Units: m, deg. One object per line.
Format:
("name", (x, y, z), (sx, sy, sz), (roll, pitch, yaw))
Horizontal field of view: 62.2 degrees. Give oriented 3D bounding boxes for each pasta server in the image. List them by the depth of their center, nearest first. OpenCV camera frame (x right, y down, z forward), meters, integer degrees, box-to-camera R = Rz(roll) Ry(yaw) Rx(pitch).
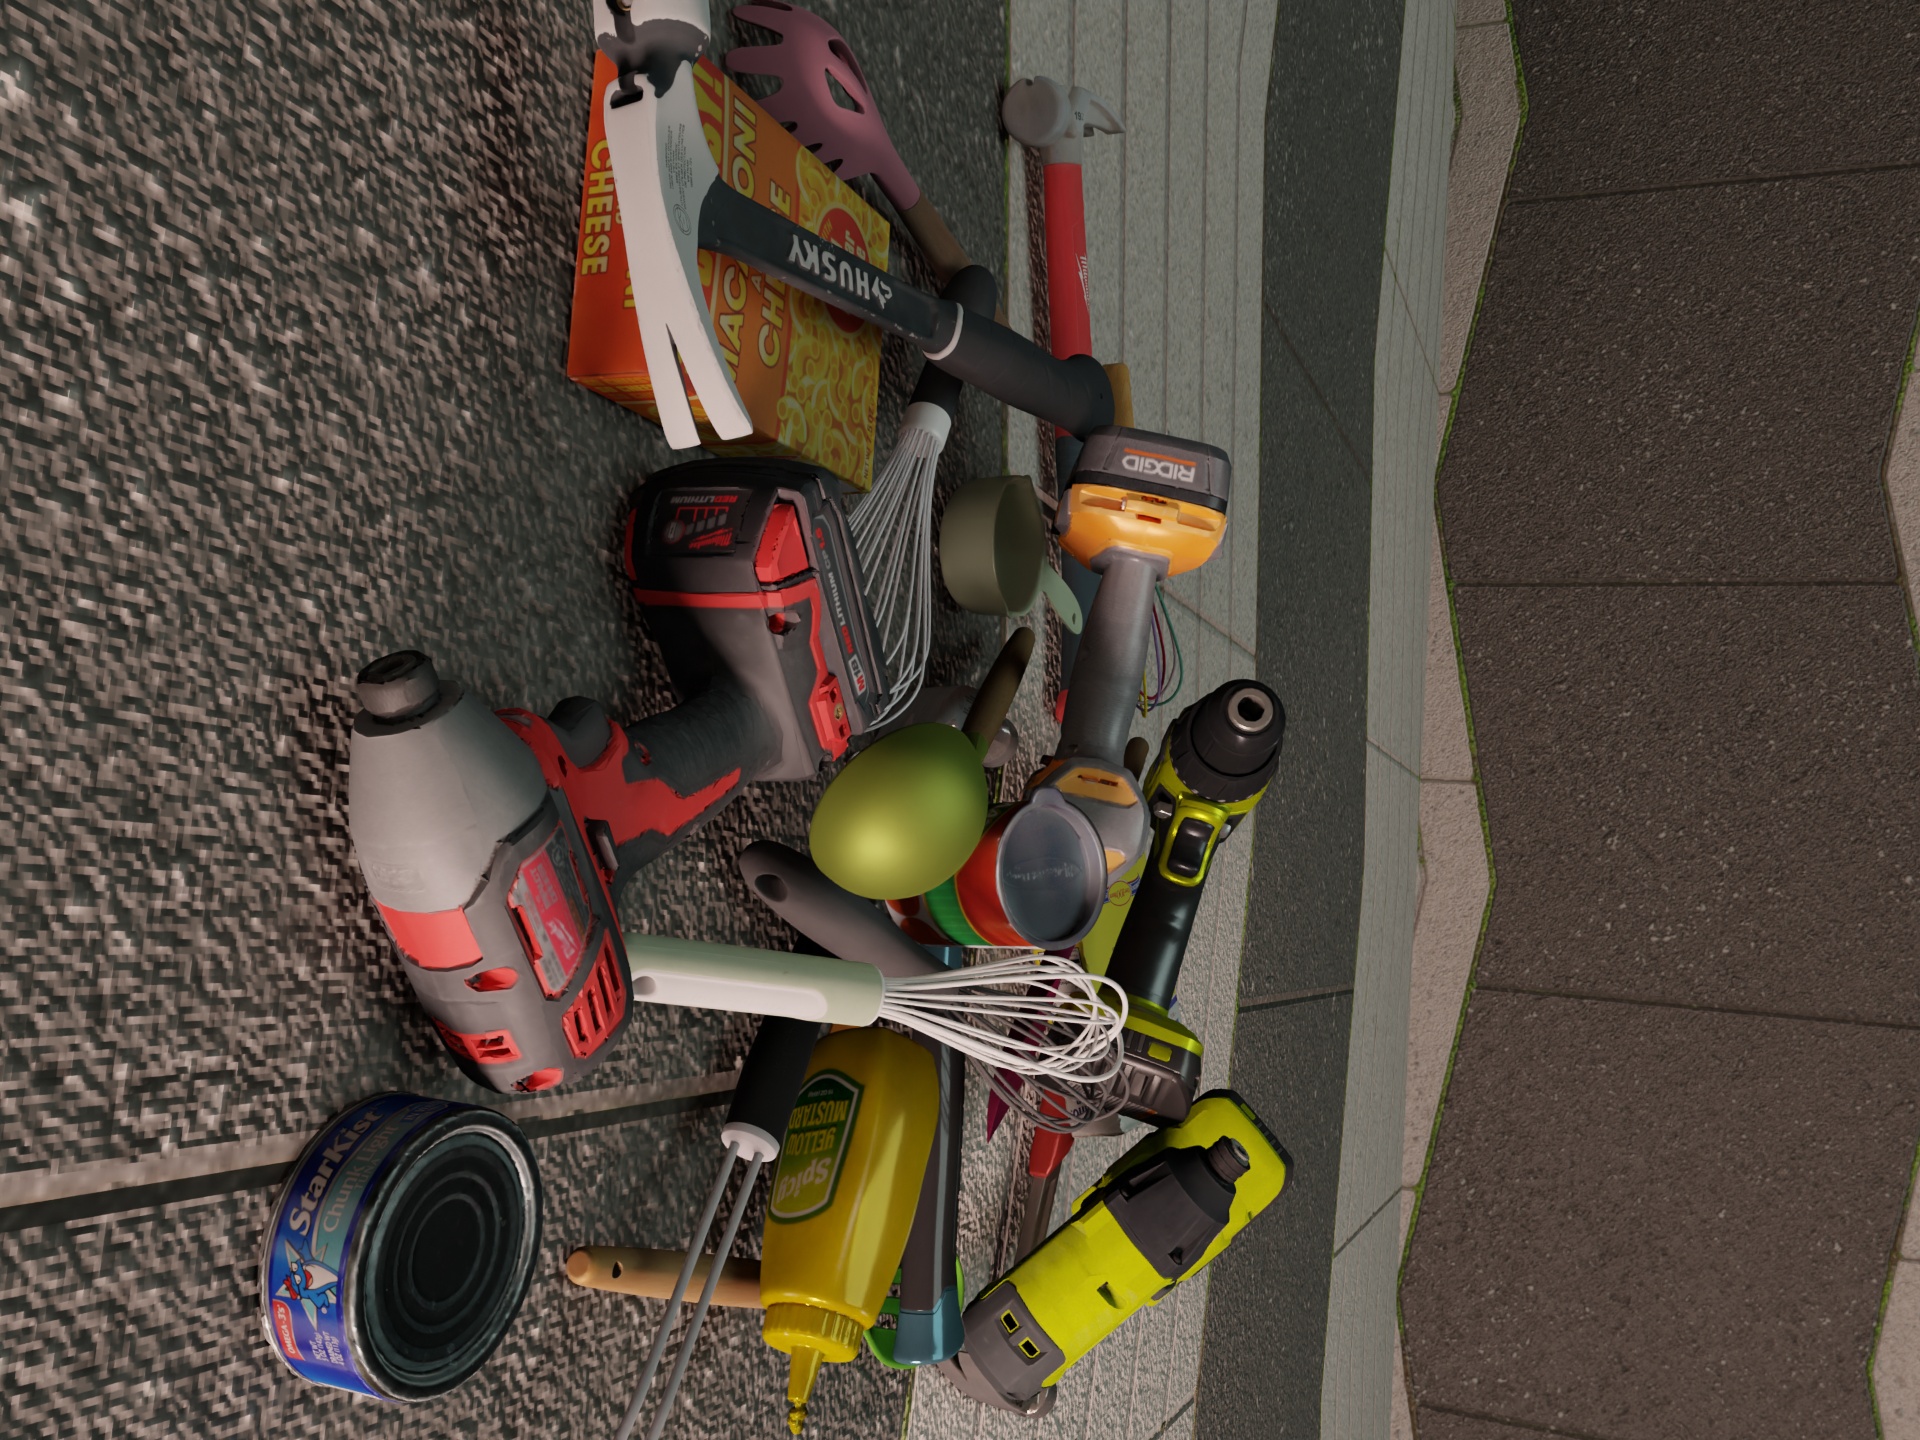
("pasta server", (-0.025, -0.242, 0.778), (0.316, 0.040, 0.060), (33, 62, -68))

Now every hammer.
("hammer", (-0.014, -0.163, 0.665), (0.408, 0.036, 0.149), (0, 85, -65))
("hammer", (-0.010, 0.141, 0.789), (0.128, 0.033, 0.331), (34, 55, -61))
("hammer", (0.060, 0.236, 0.991), (0.149, 0.037, 0.359), (59, 40, -52))
("hammer", (0.076, -0.189, 0.995), (0.143, 0.038, 0.386), (-30, 119, -65))

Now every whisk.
("whisk", (-0.030, 0.111, 0.634), (0.246, 0.057, 0.059), (13, 39, -32))
("whisk", (-0.007, 0.119, 0.706), (0.238, 0.055, 0.055), (40, 51, -30))
("whisk", (-0.025, -0.109, 0.731), (0.070, 0.070, 0.285), (62, 37, -49))
("whisk", (0.118, -0.121, 1.093), (0.047, 0.051, 0.245), (-25, 112, -58))

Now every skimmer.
("skimmer", (-0.079, 0.185, 0.561), (0.090, 0.127, 0.364), (-49, -166, 37))

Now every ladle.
("ladle", (-0.001, -0.002, 0.747), (0.078, 0.062, 0.320), (-62, 180, 21))

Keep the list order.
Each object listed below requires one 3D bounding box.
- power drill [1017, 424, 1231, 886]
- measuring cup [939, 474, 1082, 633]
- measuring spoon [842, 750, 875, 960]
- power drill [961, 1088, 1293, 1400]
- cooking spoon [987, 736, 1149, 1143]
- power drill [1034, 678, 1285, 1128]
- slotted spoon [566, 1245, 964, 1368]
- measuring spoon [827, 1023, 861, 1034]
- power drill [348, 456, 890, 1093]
("power drill", (0.075, -0.024, 0.843), (0.185, 0.084, 0.226), (111, -10, -85))
("measuring cup", (0.031, -0.081, 0.902), (0.167, 0.038, 0.083), (40, 56, -64))
("measuring spoon", (-0.051, 0.076, 0.751), (0.034, 0.018, 0.124), (8, 76, -36))
("power drill", (0.107, 0.275, 0.874), (0.080, 0.171, 0.223), (50, 13, 17))
("cooking spoon", (0.064, 0.106, 0.890), (0.319, 0.017, 0.068), (-61, 166, -49))
("power drill", (0.115, 0.094, 0.856), (0.190, 0.080, 0.229), (94, 15, -73))
("slotted spoon", (-0.074, 0.246, 0.696), (0.313, 0.031, 0.070), (41, 52, -58))
("measuring spoon", (-0.060, 0.160, 0.721), (0.021, 0.011, 0.117), (18, 86, -32))
("power drill", (-0.112, 0.001, 0.533), (0.220, 0.078, 0.143), (-54, 139, -48))
